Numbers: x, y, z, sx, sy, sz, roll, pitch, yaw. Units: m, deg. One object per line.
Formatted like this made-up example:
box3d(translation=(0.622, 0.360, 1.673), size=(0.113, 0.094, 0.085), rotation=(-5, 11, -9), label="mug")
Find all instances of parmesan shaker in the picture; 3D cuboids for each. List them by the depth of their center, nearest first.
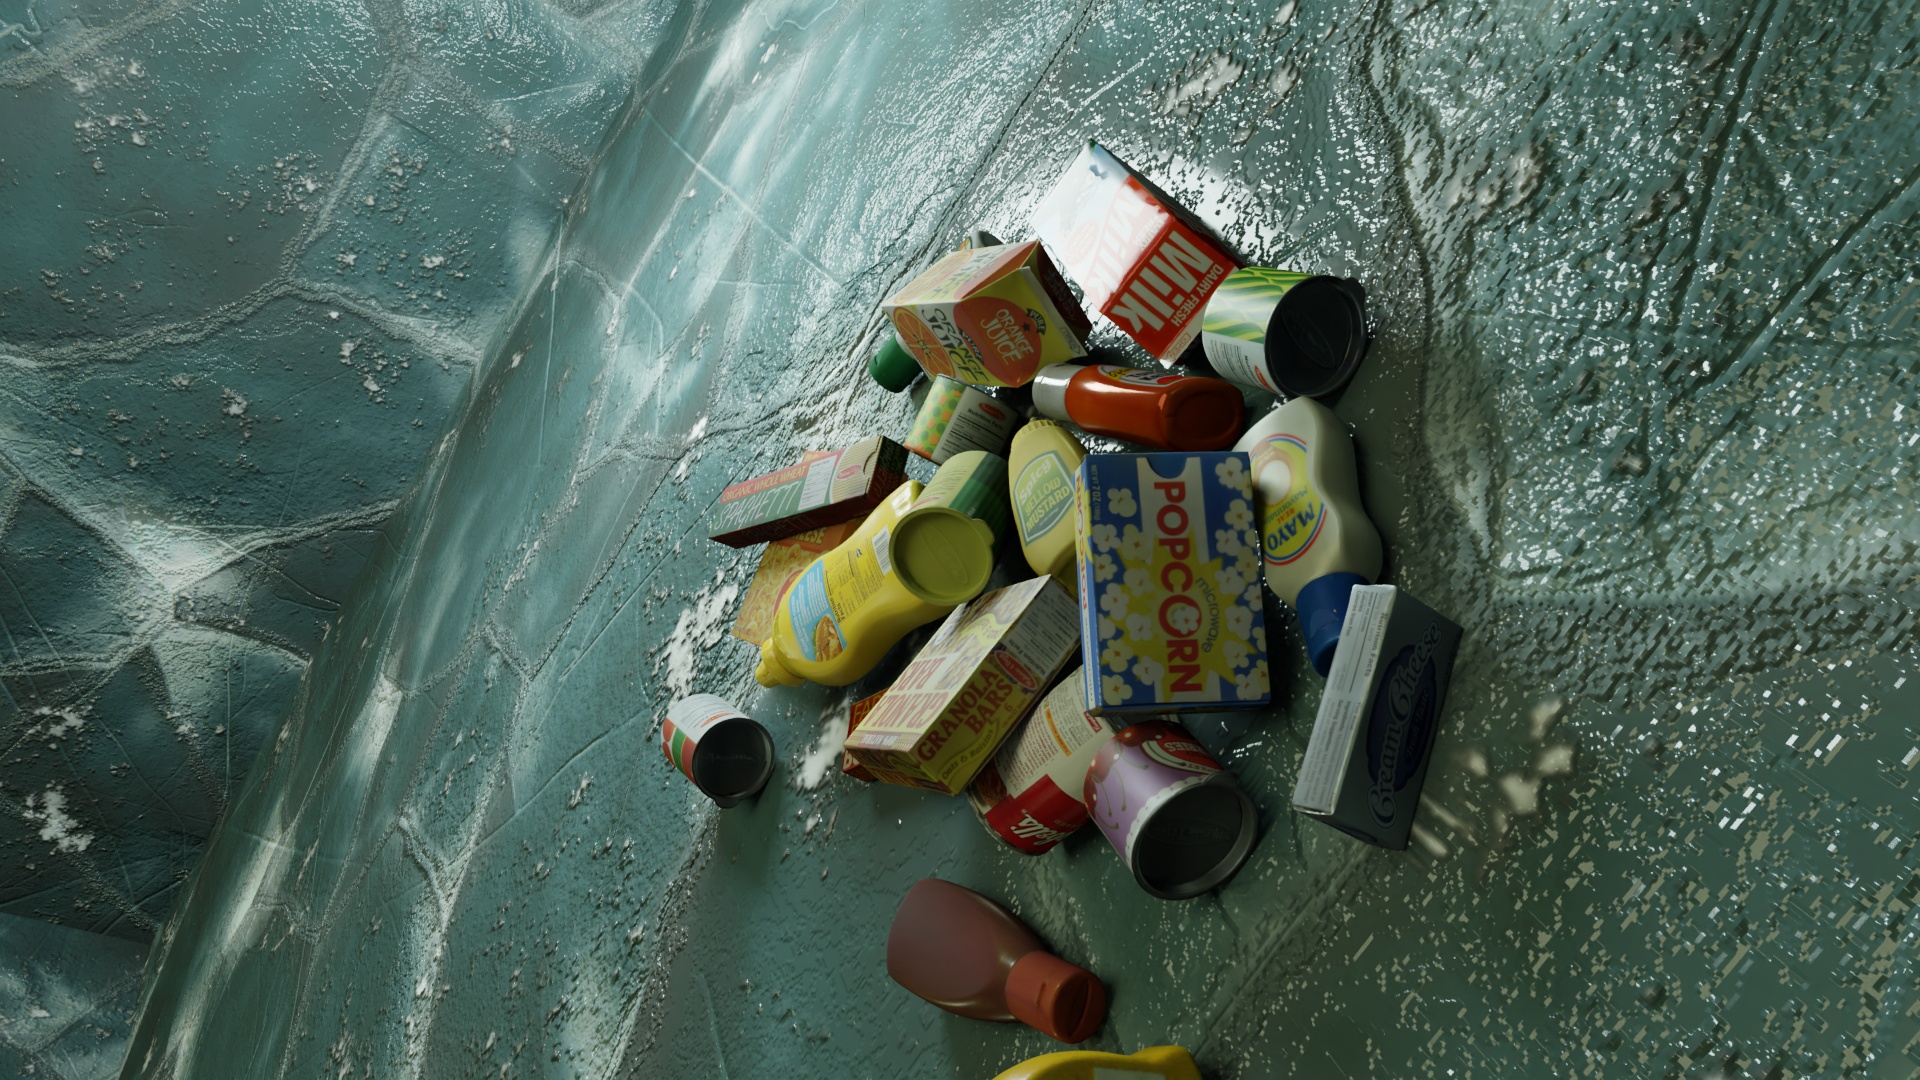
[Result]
box3d(translation=(0.003, -0.011, 0.887), size=(0.071, 0.071, 0.103), rotation=(-46, 5, 28), label="parmesan shaker")

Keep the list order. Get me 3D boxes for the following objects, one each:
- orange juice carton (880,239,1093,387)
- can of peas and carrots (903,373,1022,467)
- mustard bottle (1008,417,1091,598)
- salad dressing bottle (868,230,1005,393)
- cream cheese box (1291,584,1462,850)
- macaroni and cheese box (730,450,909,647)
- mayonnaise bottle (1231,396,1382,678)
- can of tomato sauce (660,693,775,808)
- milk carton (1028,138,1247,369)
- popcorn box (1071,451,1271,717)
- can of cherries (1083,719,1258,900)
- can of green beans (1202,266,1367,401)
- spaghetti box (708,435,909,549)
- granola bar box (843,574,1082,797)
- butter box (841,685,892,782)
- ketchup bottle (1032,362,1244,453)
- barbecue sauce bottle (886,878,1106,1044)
box3d(translation=(0.023, -0.156, 0.960), size=(0.073, 0.071, 0.193), rotation=(-40, 21, -14), label="orange juice carton")
box3d(translation=(0.000, -0.078, 0.980), size=(0.071, 0.071, 0.058), rotation=(26, 90, 60), label="can of peas and carrots")
box3d(translation=(0.060, -0.032, 0.869), size=(0.065, 0.049, 0.161), rotation=(-45, 35, 20), label="mustard bottle")
box3d(translation=(-0.016, -0.179, 1.104), size=(0.147, 0.044, 0.064), rotation=(-46, 33, 27), label="salad dressing bottle")
box3d(translation=(0.180, 0.075, 0.598), size=(0.024, 0.053, 0.104), rotation=(1, 68, 55), label="cream cheese box")
box3d(translation=(-0.113, 0.013, 1.108), size=(0.123, 0.040, 0.166), rotation=(9, 75, 58), label="macaroni and cheese box")
box3d(translation=(0.173, -0.001, 0.679), size=(0.064, 0.041, 0.149), rotation=(-43, 35, 34), label="mayonnaise bottle")
box3d(translation=(-0.191, 0.163, 1.087), size=(0.083, 0.071, 0.071), rotation=(15, 80, 60), label="can of tomato sauce")
box3d(translation=(0.116, -0.176, 0.870), size=(0.072, 0.073, 0.191), rotation=(-52, 32, 18), label="milk carton")
box3d(translation=(0.103, 0.022, 0.686), size=(0.038, 0.085, 0.127), rotation=(115, 152, -77), label="popcorn box")
box3d(translation=(0.101, 0.126, 0.667), size=(0.071, 0.071, 0.058), rotation=(-57, 30, 10), label="can of cherries")
box3d(translation=(0.172, -0.112, 0.743), size=(0.071, 0.071, 0.058), rotation=(-62, 30, 2), label="can of green beans")
box3d(translation=(-0.125, -0.034, 1.091), size=(0.249, 0.028, 0.050), rotation=(-12, 57, 52), label="spaghetti box")
box3d(translation=(0.001, 0.084, 0.797), size=(0.124, 0.039, 0.165), rotation=(-50, 8, -16), label="granola bar box")
box3d(translation=(-0.038, 0.122, 0.924), size=(0.103, 0.024, 0.053), rotation=(-30, 43, 43), label="butter box")
box3d(translation=(0.098, -0.082, 0.829), size=(0.149, 0.065, 0.043), rotation=(20, 110, 57), label="ketchup bottle")
box3d(translation=(0.017, 0.227, 0.740), size=(0.148, 0.043, 0.065), rotation=(2, 69, 57), label="barbecue sauce bottle")
